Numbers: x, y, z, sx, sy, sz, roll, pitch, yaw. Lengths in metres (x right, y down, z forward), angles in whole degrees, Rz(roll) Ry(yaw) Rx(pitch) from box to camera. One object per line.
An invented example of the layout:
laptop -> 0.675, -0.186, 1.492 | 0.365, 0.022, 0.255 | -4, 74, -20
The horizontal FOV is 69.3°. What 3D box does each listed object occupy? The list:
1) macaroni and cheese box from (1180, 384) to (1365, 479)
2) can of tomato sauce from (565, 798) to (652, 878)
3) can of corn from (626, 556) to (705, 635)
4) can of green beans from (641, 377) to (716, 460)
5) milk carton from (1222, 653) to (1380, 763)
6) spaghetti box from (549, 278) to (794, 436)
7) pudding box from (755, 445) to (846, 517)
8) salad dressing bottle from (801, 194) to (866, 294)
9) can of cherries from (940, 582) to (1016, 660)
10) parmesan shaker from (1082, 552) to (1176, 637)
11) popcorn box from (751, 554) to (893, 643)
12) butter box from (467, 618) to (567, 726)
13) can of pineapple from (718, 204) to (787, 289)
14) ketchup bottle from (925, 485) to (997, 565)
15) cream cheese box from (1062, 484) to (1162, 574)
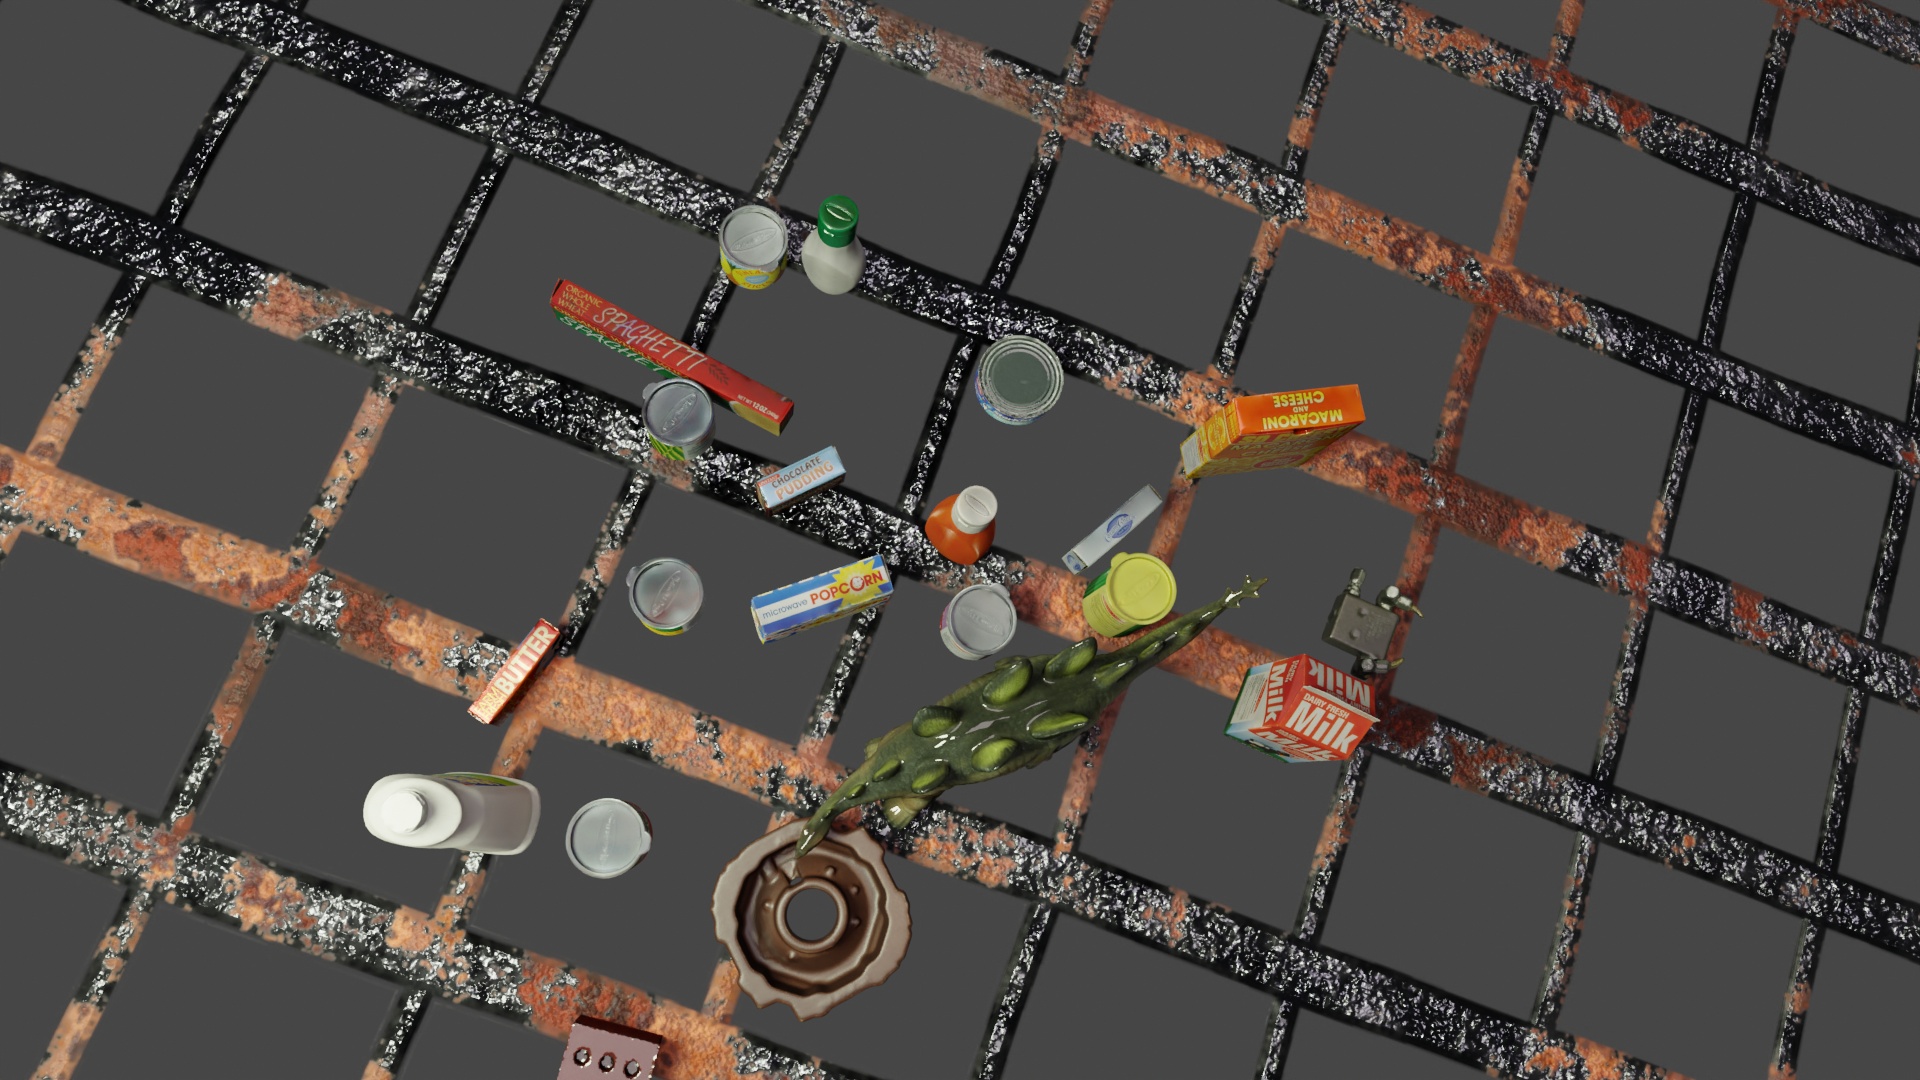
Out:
macaroni and cheese box -> 0.296, -0.102, 1.336 | 0.124, 0.166, 0.040 | -7, 80, -9
can of tomato sauce -> -0.305, 0.260, 1.220 | 0.071, 0.083, 0.071 | 2, 79, -8
can of corn -> -0.271, 0.051, 1.280 | 0.071, 0.058, 0.071 | 2, 79, -8
can of green beans -> -0.265, -0.114, 1.314 | 0.071, 0.057, 0.071 | 2, 79, -8
milk carton -> 0.314, 0.155, 1.273 | 0.072, 0.190, 0.073 | 25, 77, -3
spaghetti box -> -0.276, -0.174, 1.329 | 0.250, 0.050, 0.029 | 28, 77, -2
pudding box -> -0.152, -0.056, 1.323 | 0.084, 0.049, 0.030 | -26, 84, -12
salad dressing bottle -> -0.119, -0.281, 1.323 | 0.064, 0.147, 0.044 | 28, 77, -2
can of cherries -> 0.018, 0.077, 1.315 | 0.071, 0.058, 0.071 | 2, 79, -8
parmesan shaker -> 0.157, 0.051, 1.317 | 0.071, 0.103, 0.071 | 2, 79, -8
popcorn box -> -0.129, 0.055, 1.285 | 0.127, 0.085, 0.038 | -19, 82, -11
butter box -> -0.397, 0.120, 1.250 | 0.024, 0.053, 0.104 | 35, 76, 0
can of pineapple -> -0.202, -0.284, 1.358 | 0.071, 0.057, 0.071 | 2, 79, -8
ketchup bottle -> 0.005, -0.016, 1.286 | 0.065, 0.148, 0.043 | 39, 77, 1
cream cheese box -> 0.148, -0.010, 1.354 | 0.104, 0.053, 0.024 | -40, 87, -13
